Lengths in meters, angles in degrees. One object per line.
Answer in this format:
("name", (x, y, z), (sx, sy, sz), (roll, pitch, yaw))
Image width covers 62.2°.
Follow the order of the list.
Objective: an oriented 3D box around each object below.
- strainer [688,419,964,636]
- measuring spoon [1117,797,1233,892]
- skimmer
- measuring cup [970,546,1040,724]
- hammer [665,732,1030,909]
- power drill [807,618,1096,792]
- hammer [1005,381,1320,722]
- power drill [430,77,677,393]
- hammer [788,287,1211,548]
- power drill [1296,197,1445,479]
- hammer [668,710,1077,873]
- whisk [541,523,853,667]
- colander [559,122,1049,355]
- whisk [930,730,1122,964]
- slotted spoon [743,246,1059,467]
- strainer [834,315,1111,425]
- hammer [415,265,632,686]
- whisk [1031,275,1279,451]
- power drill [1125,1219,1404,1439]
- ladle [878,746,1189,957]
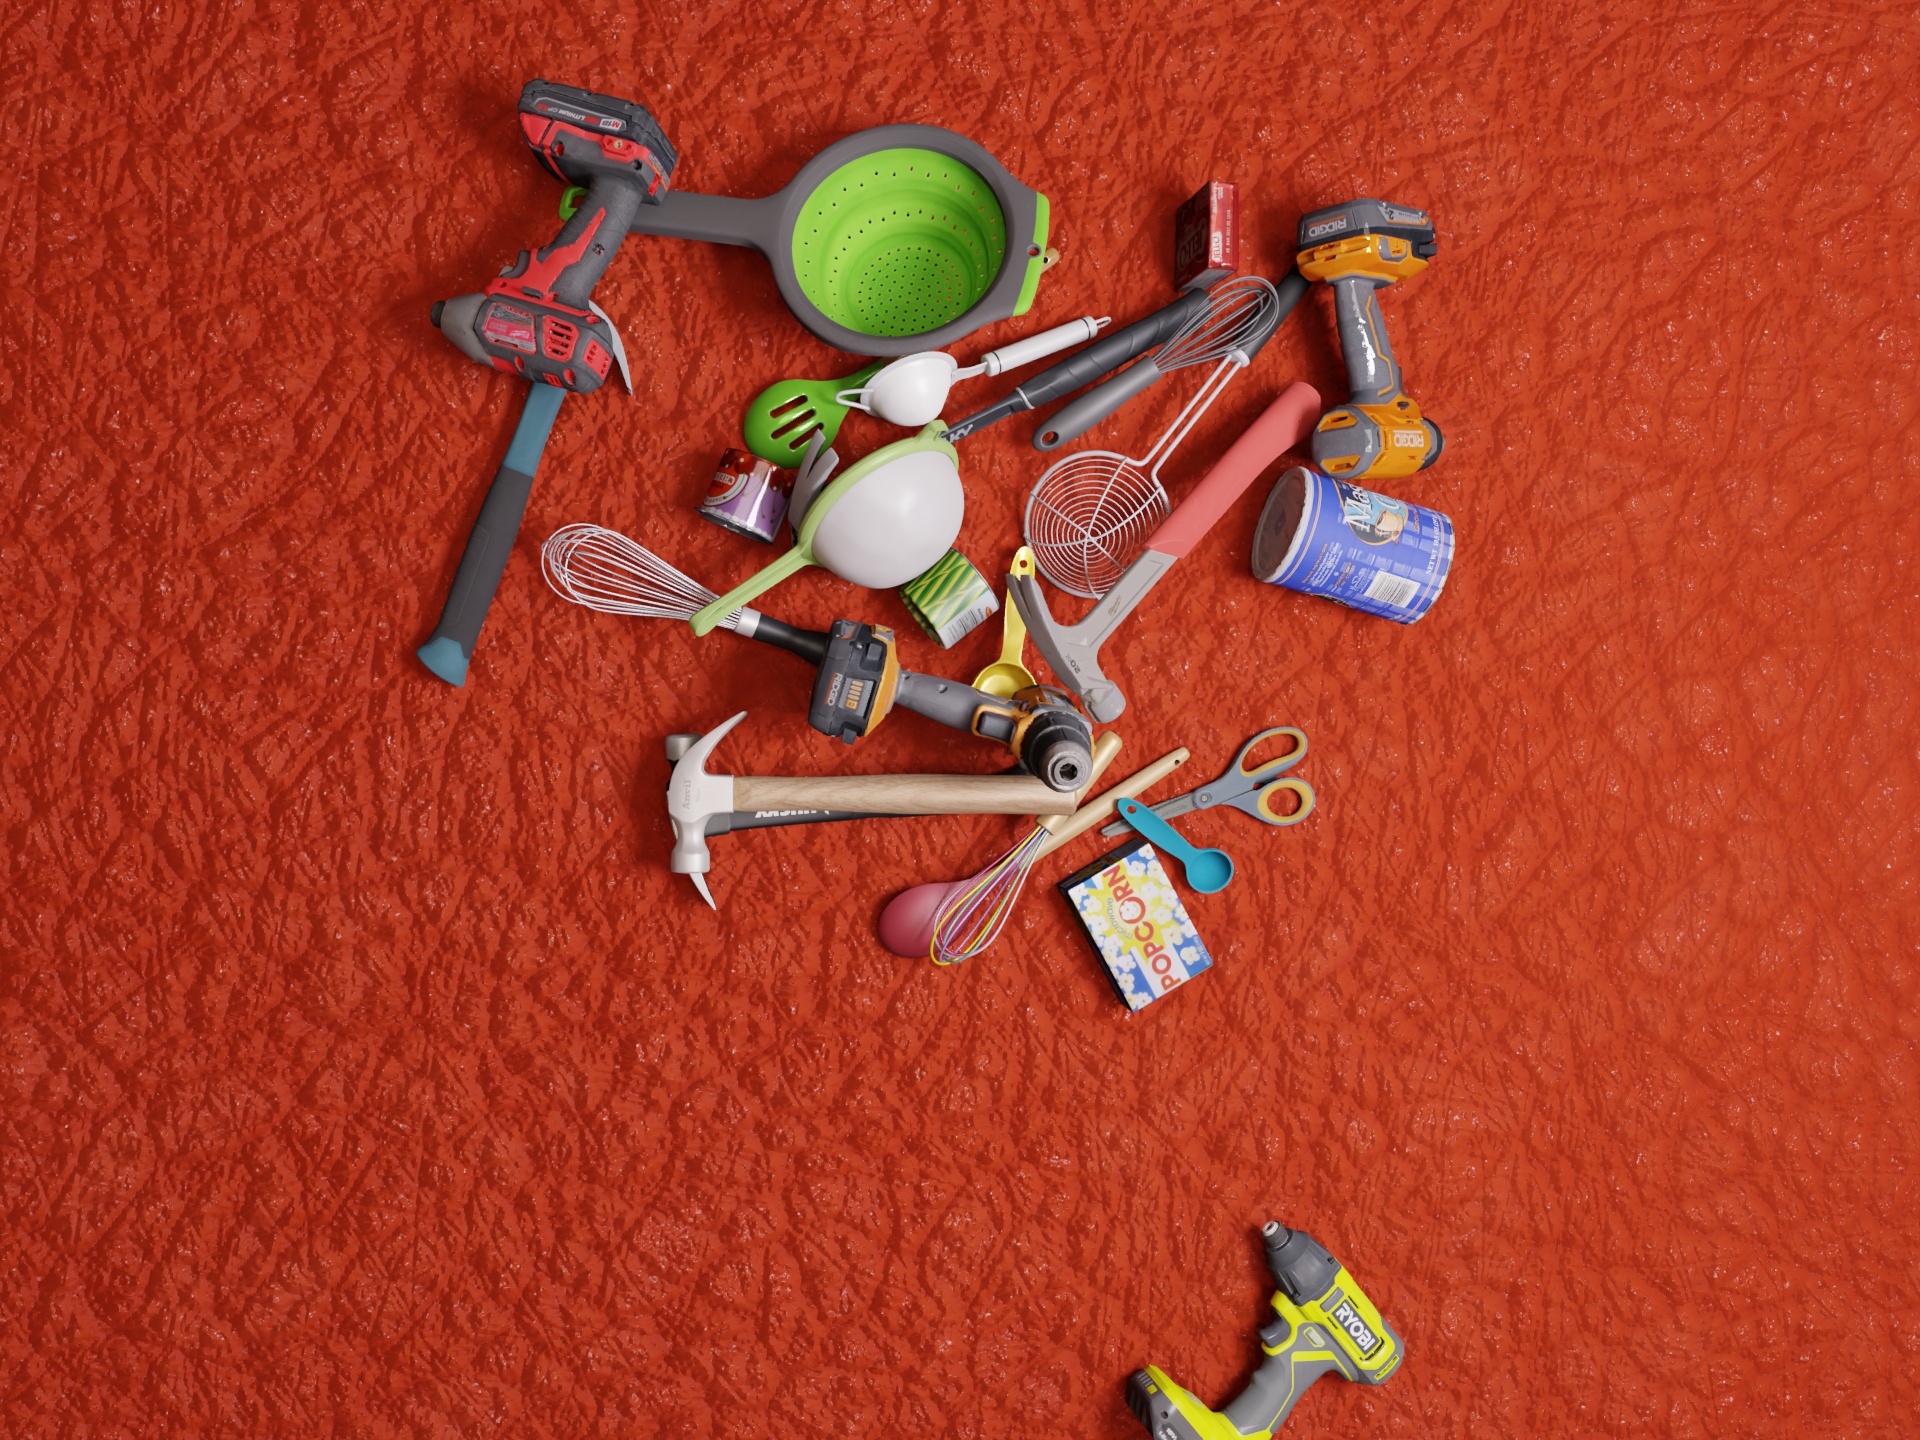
("strainer", (-0.094, -0.125, 1.267), (0.256, 0.151, 0.069), (-34, 73, -8))
("measuring spoon", (0.185, 0.104, 1.393), (0.128, 0.021, 0.042), (38, 102, -15))
("skimmer", (0.195, -0.263, 1.383), (0.127, 0.090, 0.363), (39, 75, -1))
("measuring cup", (0.043, -0.071, 1.364), (0.062, 0.029, 0.156), (9, 88, -10))
("hammer", (-0.077, 0.074, 1.343), (0.334, 0.035, 0.146), (-4, 92, -10))
("power drill", (-0.002, -0.004, 1.251), (0.226, 0.185, 0.084), (16, 102, -8))
("hammer", (0.183, -0.169, 1.306), (0.359, 0.037, 0.149), (-48, 121, -24))
("power drill", (-0.315, -0.370, 1.229), (0.143, 0.078, 0.220), (17, 84, 10))
("hammer", (0.038, -0.263, 1.317), (0.409, 0.149, 0.036), (-30, 73, -15))
("power drill", (0.364, -0.321, 1.372), (0.164, 0.084, 0.226), (-8, 94, -44))
("hammer", (-0.070, 0.057, 1.298), (0.331, 0.031, 0.130), (0, 90, -5))
("whisk", (-0.206, -0.092, 1.307), (0.284, 0.070, 0.070), (20, 88, -16))
("colander", (-0.126, -0.382, 1.298), (0.397, 0.094, 0.205), (9, 76, 7))
("whisk", (0.055, 0.106, 1.332), (0.047, 0.051, 0.245), (41, 82, -18))
("slotted spoon", (-0.045, -0.313, 1.339), (0.314, 0.031, 0.070), (-35, 104, -9))
("strainer", (0.020, -0.295, 1.332), (0.258, 0.086, 0.050), (-25, 73, -19))
("hammer", (-0.364, -0.189, 1.282), (0.128, 0.033, 0.331), (20, 89, -9))
("whisk", (0.163, -0.294, 1.334), (0.239, 0.055, 0.055), (-32, 97, 6))
("power drill", (0.262, 0.566, 1.403), (0.223, 0.080, 0.171), (-40, 99, -10))
("ladle", (0.069, 0.110, 1.374), (0.315, 0.031, 0.069), (-32, 116, -10))
